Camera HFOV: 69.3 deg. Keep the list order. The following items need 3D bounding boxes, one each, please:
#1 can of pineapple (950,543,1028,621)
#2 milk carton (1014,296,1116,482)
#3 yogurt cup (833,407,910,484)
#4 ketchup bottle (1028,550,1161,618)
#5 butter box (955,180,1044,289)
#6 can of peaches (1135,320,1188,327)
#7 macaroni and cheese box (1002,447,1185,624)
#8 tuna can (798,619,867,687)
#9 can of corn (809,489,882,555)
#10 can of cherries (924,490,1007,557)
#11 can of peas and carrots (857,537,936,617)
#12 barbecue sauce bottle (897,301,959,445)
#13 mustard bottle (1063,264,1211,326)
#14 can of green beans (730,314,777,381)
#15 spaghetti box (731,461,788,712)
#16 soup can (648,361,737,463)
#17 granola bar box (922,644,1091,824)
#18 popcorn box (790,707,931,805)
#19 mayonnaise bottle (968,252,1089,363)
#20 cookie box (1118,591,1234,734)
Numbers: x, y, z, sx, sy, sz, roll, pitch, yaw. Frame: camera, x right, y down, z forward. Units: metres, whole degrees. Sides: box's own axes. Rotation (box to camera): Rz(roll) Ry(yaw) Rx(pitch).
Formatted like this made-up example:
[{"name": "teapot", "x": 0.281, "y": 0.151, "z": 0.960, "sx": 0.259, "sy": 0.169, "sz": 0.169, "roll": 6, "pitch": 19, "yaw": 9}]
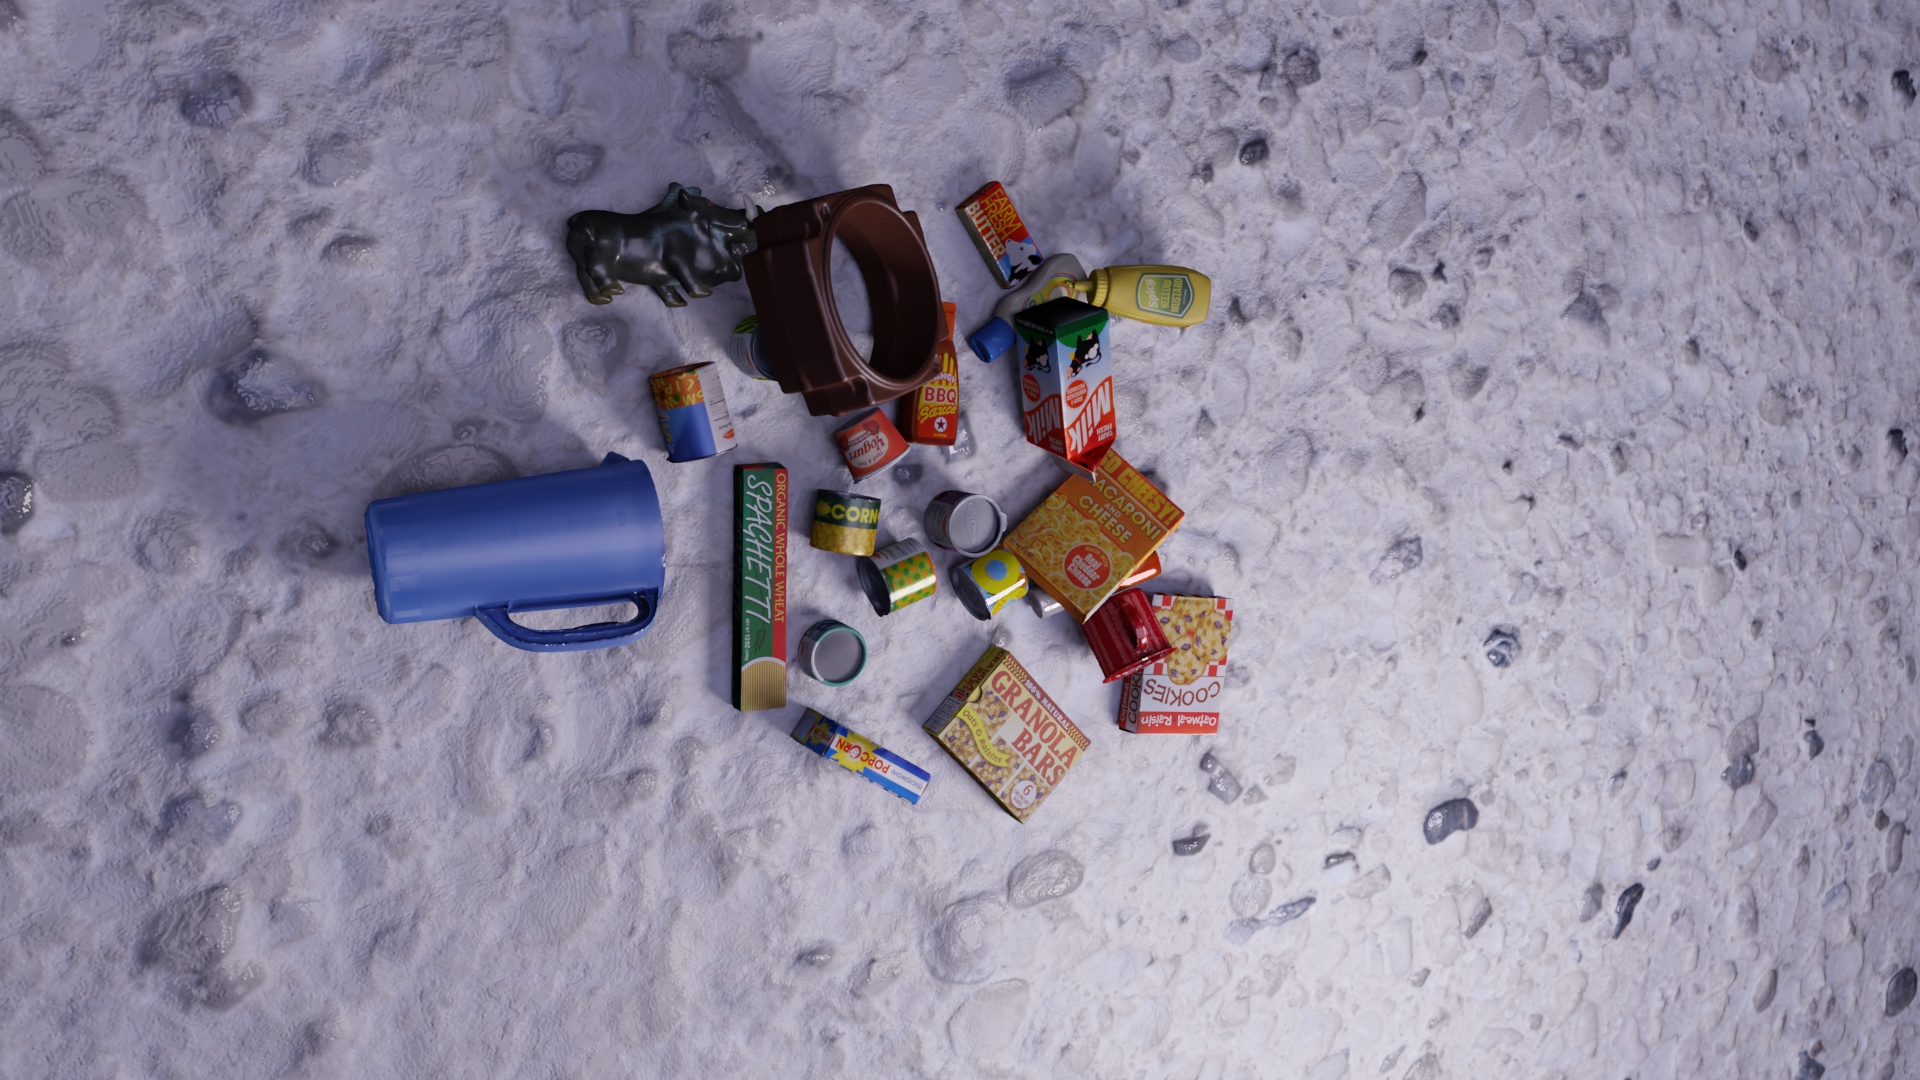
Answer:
[{"name": "can of pineapple", "x": 0.032, "y": 0.046, "z": 1.498, "sx": 0.058, "sy": 0.071, "sz": 0.070, "roll": -31, "pitch": 111, "yaw": -22}, {"name": "milk carton", "x": 0.115, "y": -0.156, "z": 1.489, "sx": 0.074, "sy": 0.072, "sz": 0.189, "roll": -24, "pitch": 123, "yaw": -28}, {"name": "yogurt cup", "x": -0.093, "y": -0.099, "z": 1.412, "sx": 0.072, "sy": 0.072, "sz": 0.054, "roll": -36, "pitch": 105, "yaw": -20}, {"name": "ketchup bottle", "x": 0.149, "y": 0.045, "z": 1.568, "sx": 0.149, "sy": 0.065, "sz": 0.043, "roll": -22, "pitch": 108, "yaw": -16}, {"name": "butter box", "x": 0.042, "y": -0.324, "z": 1.476, "sx": 0.053, "sy": 0.024, "sz": 0.103, "roll": -41, "pitch": 114, "yaw": -17}, {"name": "can of peaches", "x": 0.232, "y": -0.272, "z": 1.562, "sx": 0.071, "sy": 0.071, "sz": 0.058, "roll": 5, "pitch": 96, "yaw": -29}, {"name": "macaroni and cheese box", "x": 0.147, "y": -0.009, "z": 1.535, "sx": 0.124, "sy": 0.040, "sz": 0.167, "roll": 43, "pitch": 72, "yaw": 11}, {"name": "tuna can", "x": -0.129, "y": 0.117, "z": 1.439, "sx": 0.071, "sy": 0.033, "sz": 0.071, "roll": -5, "pitch": 100, "yaw": -28}, {"name": "can of corn", "x": -0.116, "y": -0.018, "z": 1.405, "sx": 0.071, "sy": 0.071, "sz": 0.058, "roll": 7, "pitch": 95, "yaw": -30}, {"name": "can of cherries", "x": 0.005, "y": -0.019, "z": 1.479, "sx": 0.071, "sy": 0.058, "sz": 0.071, "roll": -4, "pitch": 98, "yaw": -28}, {"name": "can of peas and carrots", "x": -0.065, "y": 0.039, "z": 1.445, "sx": 0.059, "sy": 0.071, "sz": 0.070, "roll": -23, "pitch": 108, "yaw": -25}, {"name": "barbecue sauce bottle", "x": -0.029, "y": -0.174, "z": 1.446, "sx": 0.065, "sy": 0.043, "sz": 0.148, "roll": 1, "pitch": 96, "yaw": -39}, {"name": "mustard bottle", "x": 0.188, "y": -0.266, "z": 1.494, "sx": 0.160, "sy": 0.049, "sz": 0.065, "roll": 3, "pitch": 96, "yaw": -13}, {"name": "can of green beans", "x": -0.183, "y": -0.188, "z": 1.351, "sx": 0.071, "sy": 0.058, "sz": 0.071, "roll": -4, "pitch": 99, "yaw": -28}, {"name": "spaghetti box", "x": -0.201, "y": 0.047, "z": 1.391, "sx": 0.050, "sy": 0.028, "sz": 0.249, "roll": -3, "pitch": 99, "yaw": -29}, {"name": "soup can", "x": -0.256, "y": -0.122, "z": 1.317, "sx": 0.071, "sy": 0.071, "sz": 0.083, "roll": -19, "pitch": 105, "yaw": -25}, {"name": "granola bar box", "x": 0.054, "y": 0.218, "z": 1.551, "sx": 0.124, "sy": 0.039, "sz": 0.165, "roll": -49, "pitch": 117, "yaw": -15}, {"name": "popcorn box", "x": -0.103, "y": 0.224, "z": 1.439, "sx": 0.126, "sy": 0.085, "sz": 0.038, "roll": 34, "pitch": 80, "yaw": -28}, {"name": "mayonnaise bottle", "x": 0.074, "y": -0.246, "z": 1.495, "sx": 0.148, "sy": 0.041, "sz": 0.064, "roll": -40, "pitch": 118, "yaw": -19}, {"name": "cookie box", "x": 0.257, "y": 0.147, "z": 1.653, "sx": 0.123, "sy": 0.040, "sz": 0.167, "roll": 5, "pitch": 94, "yaw": -29}]
